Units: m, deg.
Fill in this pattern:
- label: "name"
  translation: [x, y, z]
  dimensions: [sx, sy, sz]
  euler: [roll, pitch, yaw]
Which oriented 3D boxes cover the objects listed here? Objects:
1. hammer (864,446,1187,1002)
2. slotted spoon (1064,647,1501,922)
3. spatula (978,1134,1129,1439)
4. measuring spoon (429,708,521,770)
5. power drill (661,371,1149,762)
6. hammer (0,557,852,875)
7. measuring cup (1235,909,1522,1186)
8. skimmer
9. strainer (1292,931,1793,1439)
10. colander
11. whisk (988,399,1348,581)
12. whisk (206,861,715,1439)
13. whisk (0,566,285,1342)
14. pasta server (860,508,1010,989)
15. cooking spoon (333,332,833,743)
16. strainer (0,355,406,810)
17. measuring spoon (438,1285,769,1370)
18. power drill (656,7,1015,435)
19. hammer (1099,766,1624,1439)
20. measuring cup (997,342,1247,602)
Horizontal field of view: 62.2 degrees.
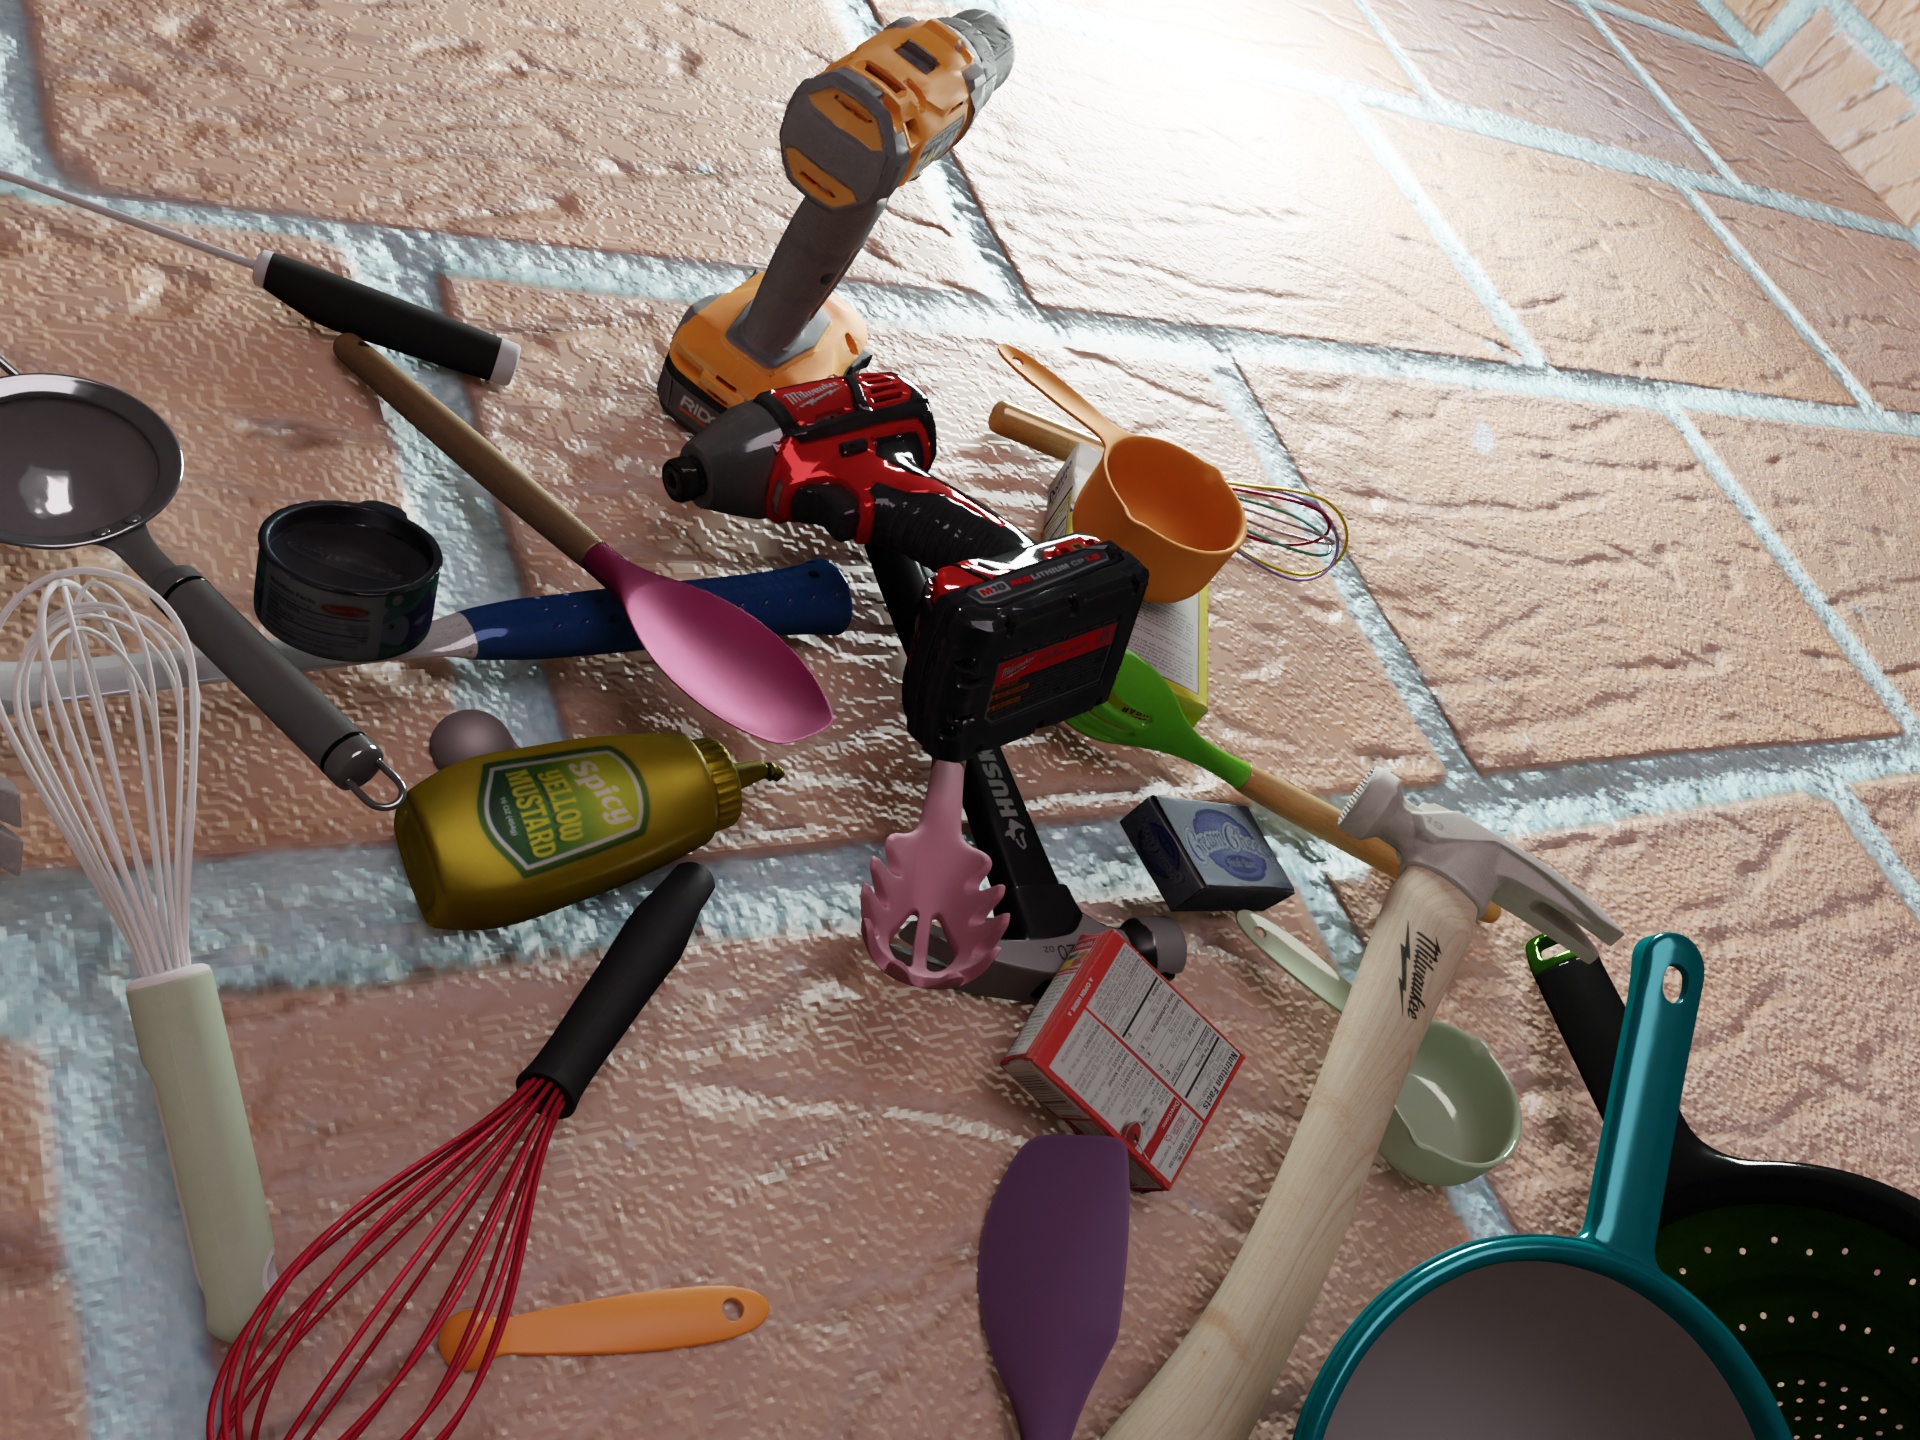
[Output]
- label: "hammer"
  translation: [-0.010, -0.015, 0.787]
  dimensions: [0.146, 0.035, 0.335]
  euler: [0, 55, -33]
- label: "slotted spoon"
  translation: [0.171, 0.040, 0.843]
  dimensions: [0.313, 0.070, 0.031]
  euler: [28, 55, -19]
- label: "spatula"
  translation: [0.024, 0.292, 0.556]
  dimensions: [0.060, 0.018, 0.316]
  euler: [-4, 49, 15]
- label: "measuring spoon"
  translation: [-0.160, 0.022, 0.670]
  dimensions: [0.124, 0.018, 0.034]
  euler: [19, 47, -16]
- label: "power drill"
  translation: [-0.032, -0.085, 0.738]
  dimensions: [0.143, 0.078, 0.220]
  euler: [-20, 50, -35]
- label: "hammer"
  translation: [-0.212, -0.029, 0.654]
  dimensions: [0.405, 0.035, 0.144]
  euler: [-11, 44, -41]
- label: "measuring cup"
  translation: [0.193, 0.157, 0.774]
  dimensions: [0.168, 0.038, 0.083]
  euler: [41, 46, 13]
- label: "skimmer"
  translation: [-0.370, -0.256, 0.718]
  dimensions: [0.363, 0.090, 0.127]
  euler: [18, 12, -23]
- label: "strainer"
  translation: [0.223, 0.246, 0.619]
  dimensions: [0.211, 0.095, 0.340]
  euler: [24, 69, -7]
- label: "colander"
  translation: [0.354, 0.255, 0.750]
  dimensions: [0.094, 0.204, 0.397]
  euler: [56, 17, -30]
- label: "whisk"
  translation: [0.132, -0.148, 0.984]
  dimensions: [0.245, 0.047, 0.051]
  euler: [19, 48, -13]
- label: "whisk"
  translation: [-0.152, 0.142, 0.545]
  dimensions: [0.073, 0.073, 0.296]
  euler: [34, 37, -4]
- label: "whisk"
  translation: [-0.249, 0.073, 0.494]
  dimensions: [0.059, 0.058, 0.246]
  euler: [-13, 90, -13]
- label: "pasta server"
  translation: [-0.001, -0.002, 0.729]
  dimensions: [0.060, 0.040, 0.316]
  euler: [13, 45, -5]
- label: "cooking spoon"
  translation: [-0.178, -0.086, 0.702]
  dimensions: [0.319, 0.017, 0.069]
  euler: [39, 34, 20]
- label: "strainer"
  translation: [-0.285, -0.049, 0.568]
  dimensions: [0.258, 0.050, 0.087]
  euler: [40, 49, 17]
- label: "measuring spoon"
  translation: [-0.119, 0.207, 0.548]
  dimensions: [0.116, 0.011, 0.021]
  euler: [5, 52, -29]
- label: "power drill"
  translation: [-0.057, -0.257, 0.819]
  dimensions: [0.084, 0.226, 0.185]
  euler: [36, 44, -2]
- label: "hammer"
  translation: [0.171, 0.189, 0.690]
  dimensions: [0.146, 0.038, 0.411]
  euler: [33, 51, 8]
- label: "measuring cup"
  translation: [0.074, -0.133, 0.864]
  dimensions: [0.174, 0.052, 0.095]
  euler: [44, 43, 13]
